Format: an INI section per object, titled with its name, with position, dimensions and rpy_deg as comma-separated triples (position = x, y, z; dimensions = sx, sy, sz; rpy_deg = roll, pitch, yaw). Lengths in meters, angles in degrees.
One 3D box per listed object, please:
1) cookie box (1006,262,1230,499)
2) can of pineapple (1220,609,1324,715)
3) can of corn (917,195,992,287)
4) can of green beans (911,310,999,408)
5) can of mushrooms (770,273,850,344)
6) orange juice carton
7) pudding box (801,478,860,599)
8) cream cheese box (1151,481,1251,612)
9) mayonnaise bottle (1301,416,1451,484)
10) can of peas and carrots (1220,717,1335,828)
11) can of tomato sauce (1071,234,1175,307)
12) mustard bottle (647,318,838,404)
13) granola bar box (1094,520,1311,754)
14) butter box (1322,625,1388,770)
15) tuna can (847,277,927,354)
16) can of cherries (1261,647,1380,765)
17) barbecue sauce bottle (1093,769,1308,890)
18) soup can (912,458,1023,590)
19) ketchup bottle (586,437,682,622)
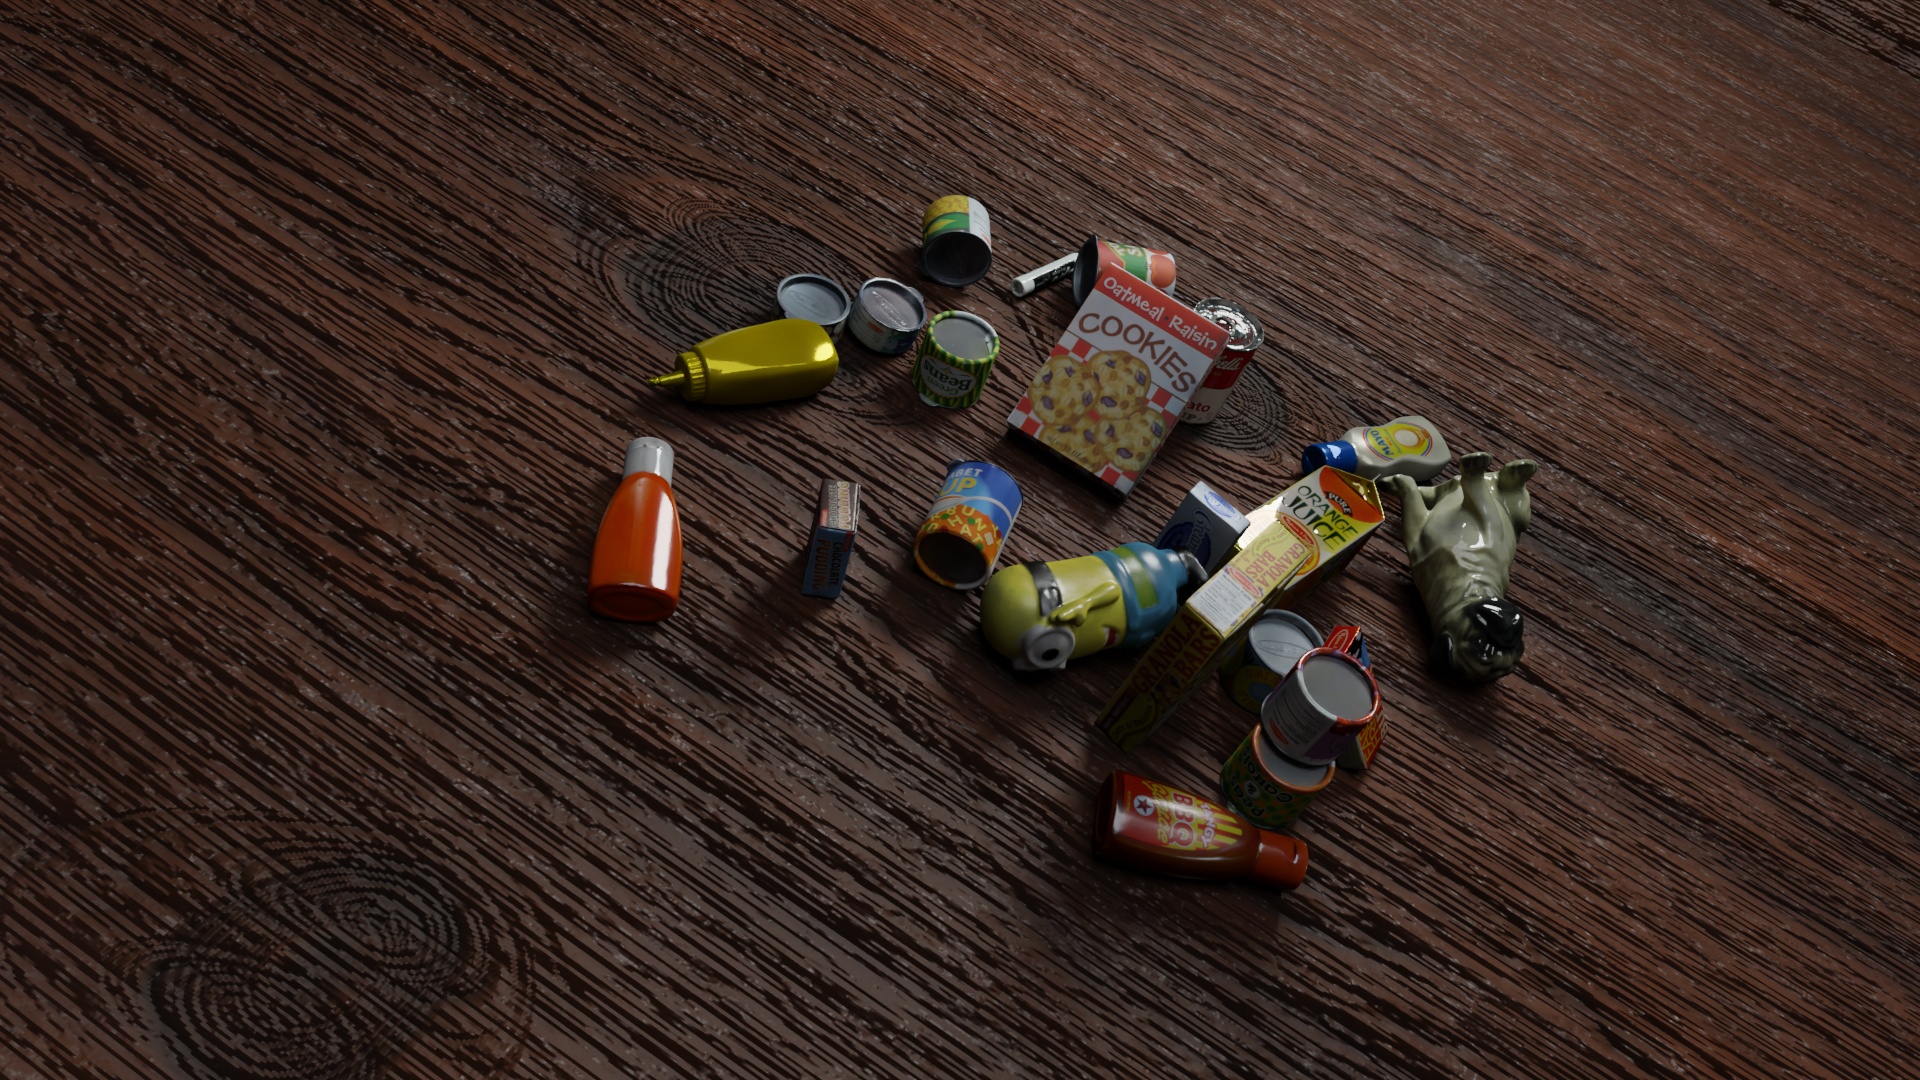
[cookie box]
position = 0.137, -0.138, 1.205
dimensions = 0.123, 0.040, 0.167
rpy_deg = 33, 88, 9
[can of pineapple]
position = 0.245, 0.098, 1.096
dimensions = 0.071, 0.057, 0.071
rpy_deg = 10, 49, -12
[can of corn]
position = -0.006, -0.285, 1.322
dimensions = 0.071, 0.070, 0.058
rpy_deg = 10, 48, -13
[can of green beans]
position = -0.004, -0.159, 1.220
dimensions = 0.071, 0.057, 0.071
rpy_deg = 10, 49, -12
[can of mushrooms]
position = -0.134, -0.200, 1.224
dimensions = 0.071, 0.033, 0.071
rpy_deg = 11, 49, -13
[orange juice carton]
position = 0.291, 0.000, 1.186
dimensions = 0.193, 0.071, 0.073
rpy_deg = -29, 66, -36
[pudding box]
position = -0.097, 0.000, 1.036
dimensions = 0.030, 0.083, 0.050
rpy_deg = 8, 50, -10
[cream cheese box]
position = 0.186, 0.006, 1.121
dimensions = 0.053, 0.103, 0.024
rpy_deg = 41, 43, 13
[mayonnaise bottle]
position = 0.390, -0.081, 1.311
dimensions = 0.148, 0.041, 0.065
rpy_deg = -9, 57, -27
[can of peas and carrots]
position = 0.233, 0.172, 1.029
dimensions = 0.071, 0.058, 0.071
rpy_deg = 10, 48, -12
[can of tomato sauce]
position = 0.160, -0.257, 1.356
dimensions = 0.083, 0.070, 0.071
rpy_deg = 6, 50, -16
[mustard bottle]
position = -0.183, -0.143, 1.147
dimensions = 0.161, 0.048, 0.065
rpy_deg = -14, 58, -28
[granola bar box]
position = 0.177, 0.073, 1.020
dimensions = 0.039, 0.164, 0.125
rpy_deg = 43, 50, 14
[butter box]
position = 0.302, 0.122, 1.076
dimensions = 0.024, 0.103, 0.053
rpy_deg = 0, 32, 39
[tuna can]
position = -0.065, -0.202, 1.245
dimensions = 0.071, 0.032, 0.071
rpy_deg = 17, 46, -19
[can of cherries]
position = 0.262, 0.118, 1.004
dimensions = 0.071, 0.058, 0.072
rpy_deg = 11, 48, -12
[barbecue sauce bottle]
position = 0.170, 0.211, 0.983
dimensions = 0.148, 0.043, 0.065
rpy_deg = 17, 46, -7
[soup can]
position = 0.004, -0.014, 1.094
dimensions = 0.071, 0.071, 0.084
rpy_deg = 25, 48, 1
[ketchup bottle]
position = -0.234, -0.011, 1.020
dimensions = 0.065, 0.043, 0.149
rpy_deg = 9, 49, -15
